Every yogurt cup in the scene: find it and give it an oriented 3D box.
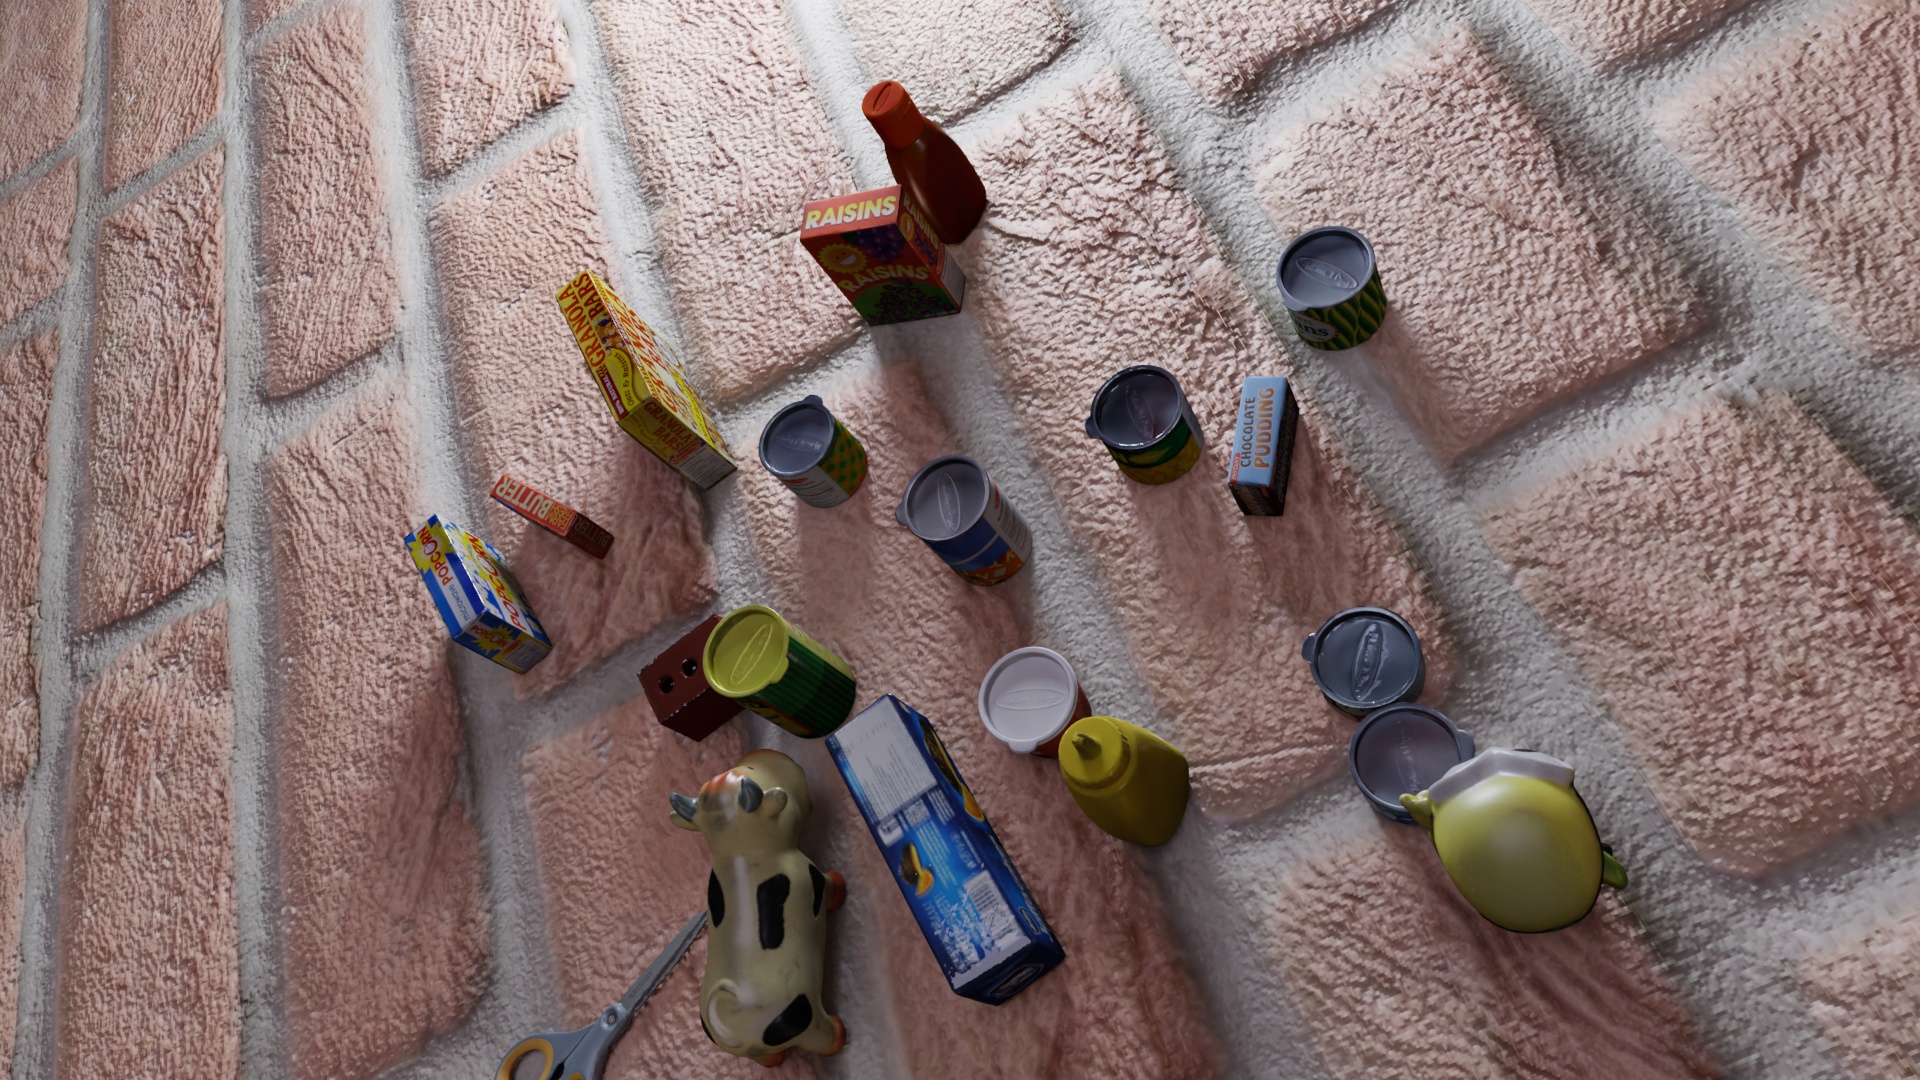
[{"bbox_3d":[0.053,0.110,0.913,0.072,0.054,0.072,-11,62,21],"label":"yogurt cup"}]

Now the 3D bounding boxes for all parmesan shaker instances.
[{"bbox_3d":[-0.123,0.096,0.974,0.071,0.103,0.071,-11,62,21],"label":"parmesan shaker"}]

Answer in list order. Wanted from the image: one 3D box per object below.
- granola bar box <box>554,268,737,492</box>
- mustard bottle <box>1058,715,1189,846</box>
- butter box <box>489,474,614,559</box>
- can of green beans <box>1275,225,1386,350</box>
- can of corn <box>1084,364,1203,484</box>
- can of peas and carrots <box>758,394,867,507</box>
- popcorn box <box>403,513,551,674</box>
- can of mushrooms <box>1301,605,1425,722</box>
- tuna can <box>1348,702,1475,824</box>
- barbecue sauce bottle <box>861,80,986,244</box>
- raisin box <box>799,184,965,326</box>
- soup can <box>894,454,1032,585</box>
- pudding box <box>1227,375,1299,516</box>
[{"bbox_3d":[-0.258,-0.130,1.138,0.039,0.124,0.166,-37,56,5],"label":"granola bar box"},{"bbox_3d":[0.092,0.135,0.818,0.049,0.160,0.065,12,71,30],"label":"mustard bottle"},{"bbox_3d":[-0.343,-0.020,1.166,0.103,0.053,0.024,23,77,32],"label":"butter box"},{"bbox_3d":[0.256,-0.173,0.957,0.071,0.057,0.071,-11,62,21],"label":"can of green beans"},{"bbox_3d":[0.129,-0.079,0.970,0.071,0.058,0.071,-11,62,21],"label":"can of corn"},{"bbox_3d":[-0.113,-0.069,1.079,0.071,0.058,0.071,-11,62,21],"label":"can of peas and carrots"},{"bbox_3d":[-0.396,0.044,1.139,0.038,0.085,0.127,-42,55,2],"label":"popcorn box"},{"bbox_3d":[0.247,0.076,0.851,0.071,0.033,0.071,-11,62,20],"label":"can of mushrooms"},{"bbox_3d":[0.266,0.131,0.815,0.071,0.032,0.071,-11,61,20],"label":"tuna can"},{"bbox_3d":[-0.029,-0.302,1.102,0.044,0.148,0.065,17,74,31],"label":"barbecue sauce bottle"},{"bbox_3d":[-0.059,-0.222,1.091,0.086,0.123,0.040,-4,64,24],"label":"raisin box"},{"bbox_3d":[0.003,-0.012,0.980,0.071,0.083,0.071,-11,62,21],"label":"soup can"},{"bbox_3d":[0.204,-0.064,0.932,0.030,0.049,0.084,3,67,27],"label":"pudding box"}]
